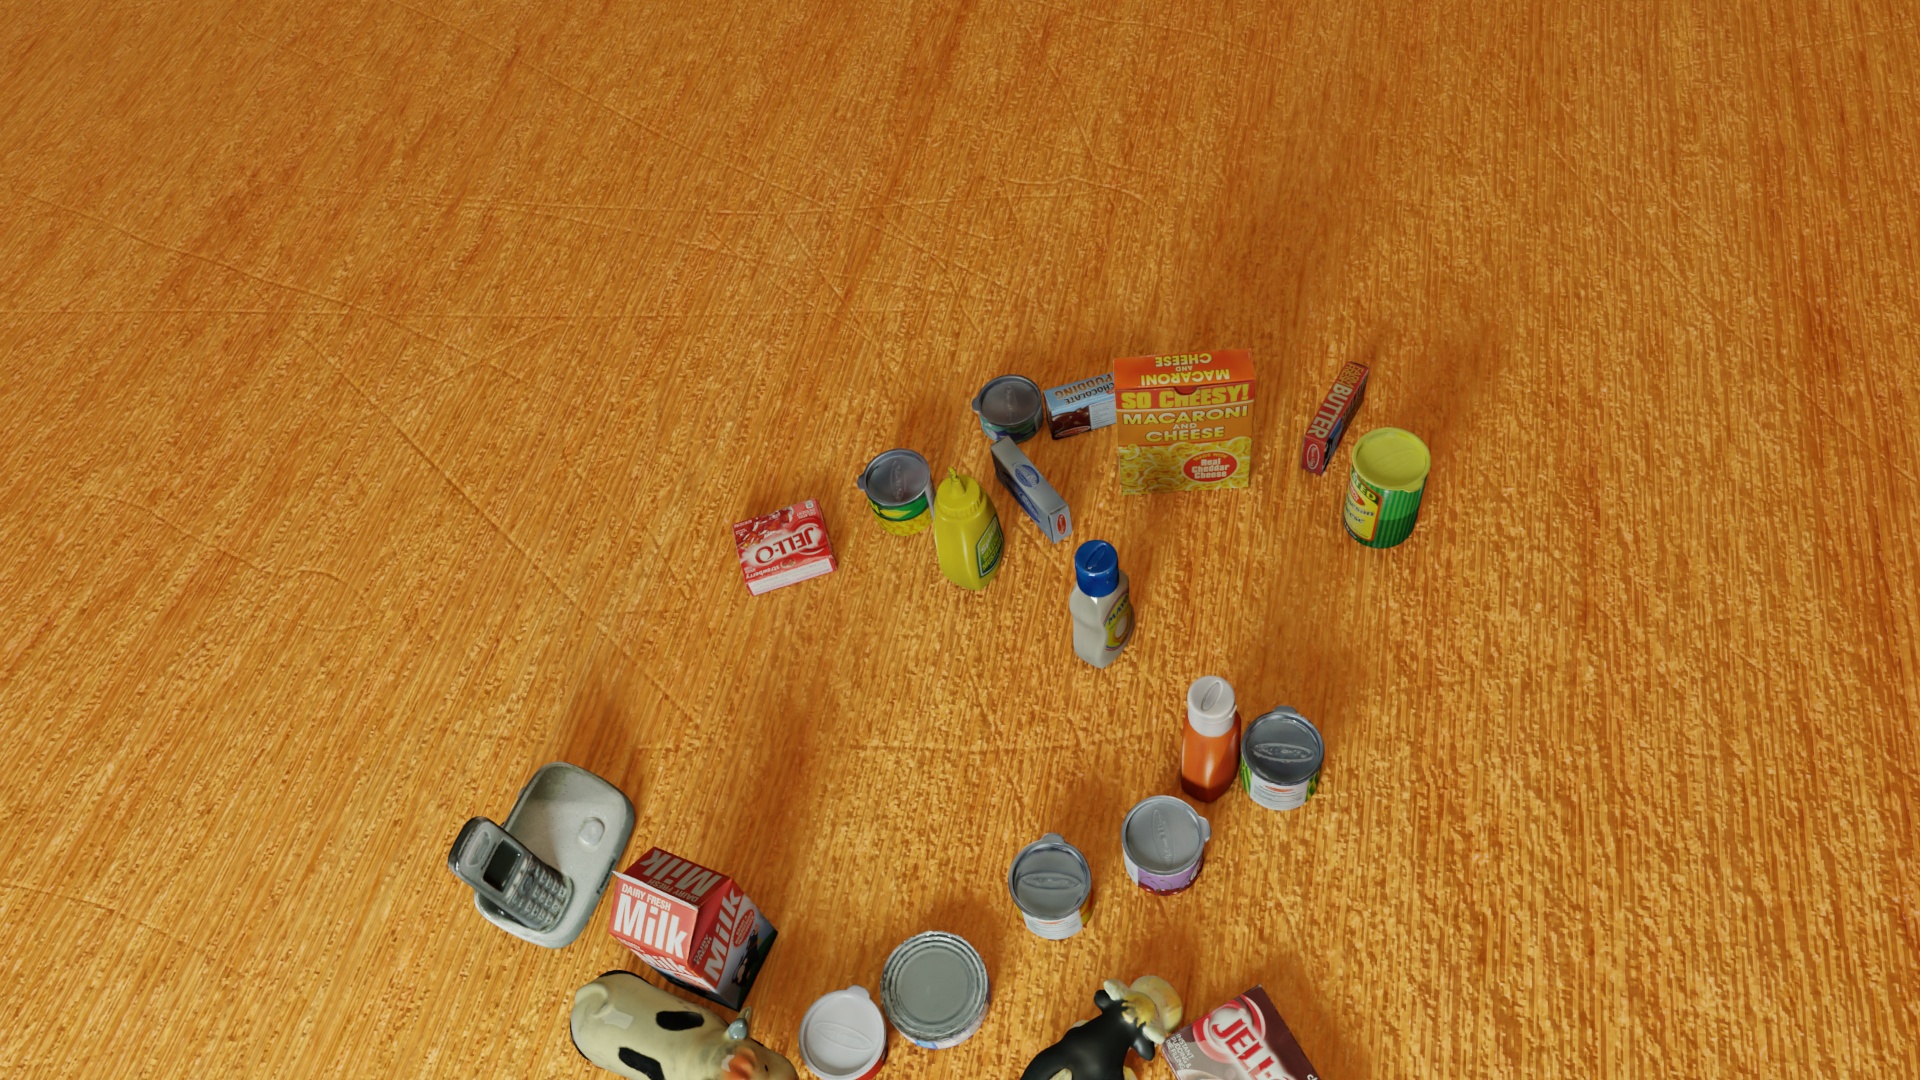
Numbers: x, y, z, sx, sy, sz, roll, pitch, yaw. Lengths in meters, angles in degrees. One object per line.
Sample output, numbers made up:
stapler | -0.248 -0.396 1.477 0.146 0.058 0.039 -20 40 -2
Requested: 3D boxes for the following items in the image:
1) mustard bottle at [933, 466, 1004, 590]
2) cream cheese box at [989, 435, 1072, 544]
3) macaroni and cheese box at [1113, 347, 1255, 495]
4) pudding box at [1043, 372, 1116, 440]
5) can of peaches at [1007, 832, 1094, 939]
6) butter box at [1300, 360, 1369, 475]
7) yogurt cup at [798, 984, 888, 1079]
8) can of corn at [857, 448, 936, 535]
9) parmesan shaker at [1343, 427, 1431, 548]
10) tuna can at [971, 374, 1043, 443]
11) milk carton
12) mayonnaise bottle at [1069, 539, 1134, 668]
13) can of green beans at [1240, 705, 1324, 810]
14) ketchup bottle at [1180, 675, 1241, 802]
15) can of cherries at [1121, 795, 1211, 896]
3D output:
mustard bottle | 0.004 -0.016 1.259 0.049 0.159 0.065 21 64 21
cream cheese box | 0.067 -0.049 1.333 0.024 0.053 0.104 -32 59 -11
macaroni and cheese box | 0.206 -0.106 1.279 0.124 0.165 0.040 -4 58 7
pudding box | 0.126 -0.134 1.380 0.084 0.049 0.030 -16 57 -1
can of peaches | 0.075 0.280 1.121 0.071 0.057 0.071 -4 58 7
butter box | 0.358 -0.118 1.330 0.024 0.053 0.104 24 65 22
yogurt cup | -0.087 0.390 1.080 0.072 0.053 0.073 -4 57 7
can of corn | -0.060 -0.046 1.349 0.071 0.058 0.071 -4 58 7
parmesan shaker | 0.383 -0.043 1.249 0.071 0.102 0.071 -4 58 7
tuna can | 0.048 -0.132 1.401 0.071 0.032 0.071 -4 57 7
milk carton | -0.209 0.298 1.076 0.072 0.189 0.074 16 62 19
mayonnaise bottle | 0.122 0.053 1.204 0.041 0.147 0.065 29 67 24
can of green beans | 0.266 0.183 1.151 0.071 0.057 0.071 -4 58 7
ketchup bottle | 0.203 0.157 1.123 0.043 0.148 0.065 23 65 22
can of cherries | 0.167 0.248 1.125 0.071 0.058 0.072 -4 58 7
